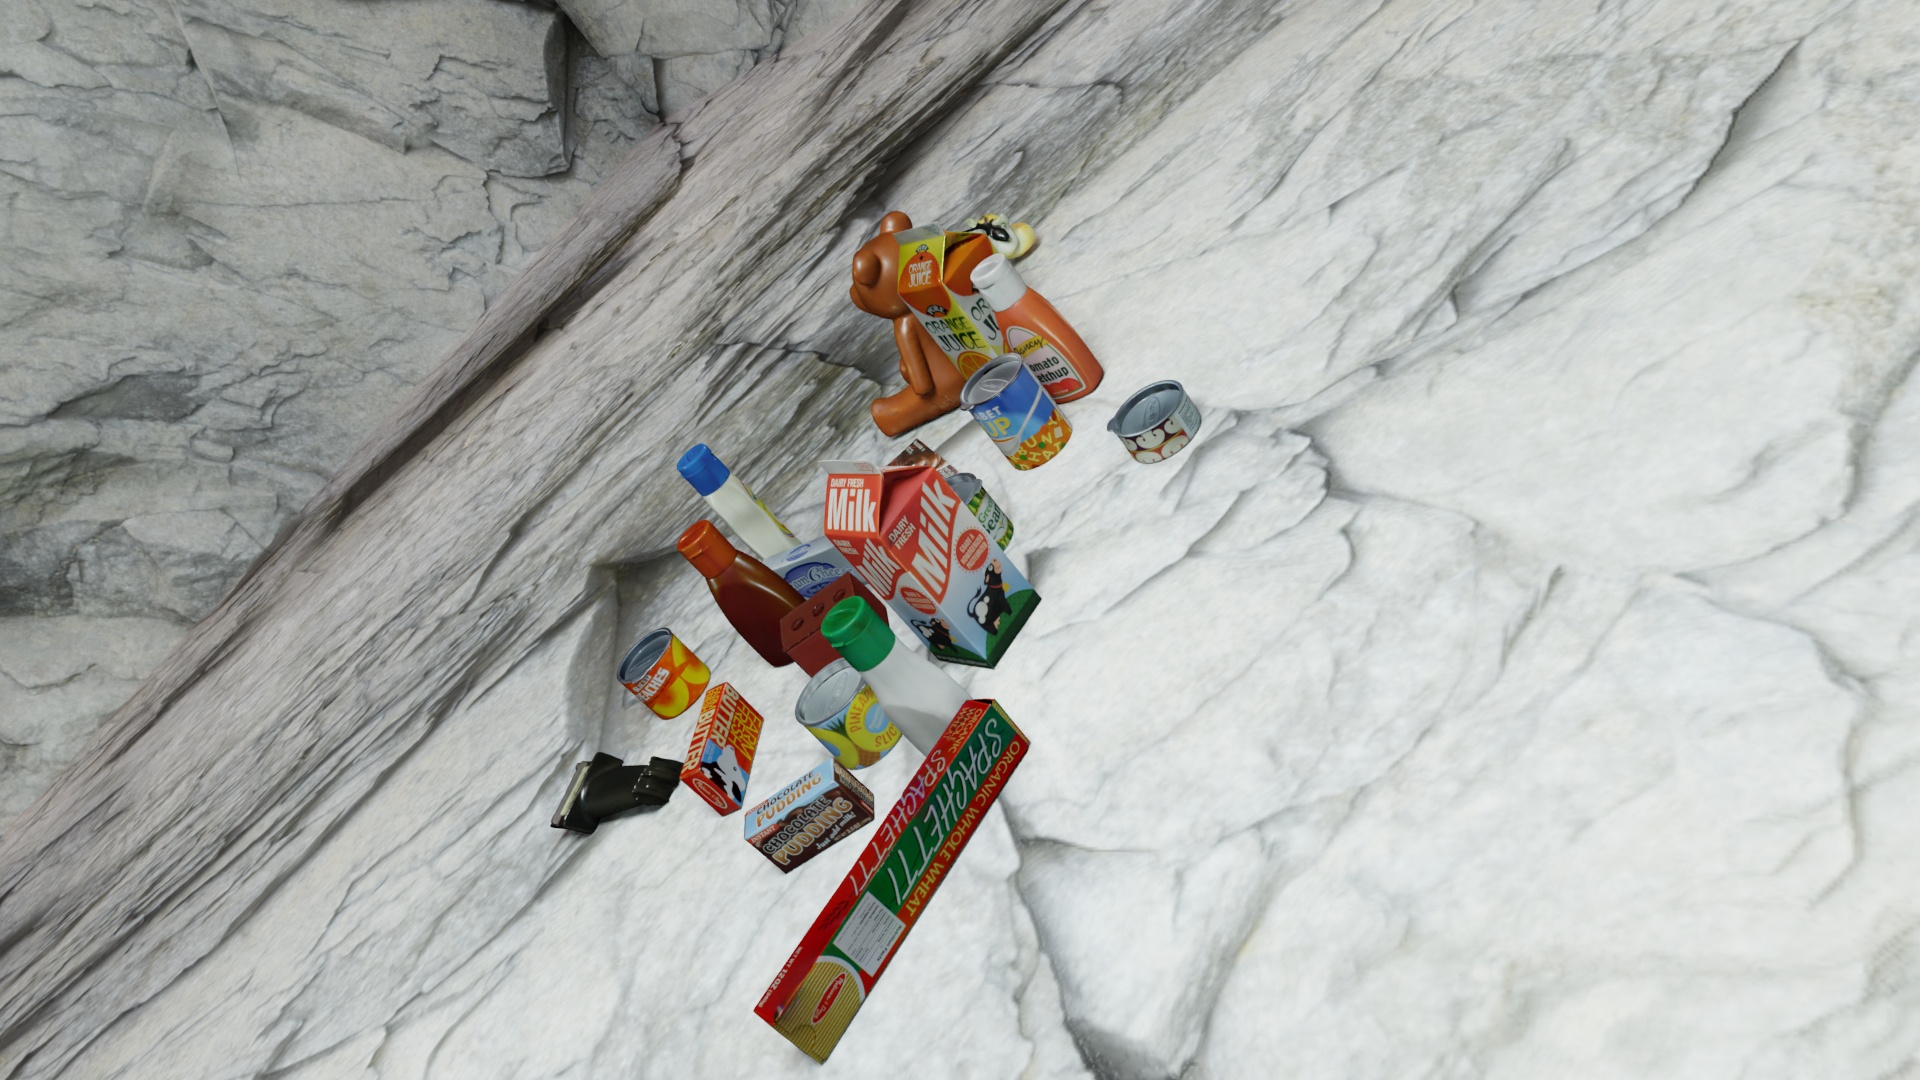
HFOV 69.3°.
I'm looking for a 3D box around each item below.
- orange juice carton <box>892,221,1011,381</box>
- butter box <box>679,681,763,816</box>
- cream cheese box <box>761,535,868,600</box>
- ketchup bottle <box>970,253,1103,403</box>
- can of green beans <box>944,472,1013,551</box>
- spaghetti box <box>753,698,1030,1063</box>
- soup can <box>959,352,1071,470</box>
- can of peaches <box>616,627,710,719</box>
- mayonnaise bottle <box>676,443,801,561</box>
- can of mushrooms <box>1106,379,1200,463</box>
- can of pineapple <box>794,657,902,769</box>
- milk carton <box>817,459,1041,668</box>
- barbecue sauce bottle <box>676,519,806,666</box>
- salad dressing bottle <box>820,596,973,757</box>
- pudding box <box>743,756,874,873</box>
[{"bbox_3d":[0.012,-0.220,1.305,0.072,0.192,0.073,3,50,52],"label":"orange juice carton"},{"bbox_3d":[-0.195,0.170,1.142,0.024,0.053,0.104,-27,31,23],"label":"butter box"},{"bbox_3d":[-0.132,0.028,1.270,0.103,0.053,0.024,-20,34,33],"label":"cream cheese box"},{"bbox_3d":[0.065,-0.190,1.247,0.064,0.148,0.044,-11,40,43],"label":"ketchup bottle"},{"bbox_3d":[0.002,-0.014,1.166,0.071,0.057,0.071,-29,30,19],"label":"can of green beans"},{"bbox_3d":[-0.039,0.213,0.899,0.028,0.050,0.251,2,49,51],"label":"spaghetti box"},{"bbox_3d":[0.048,-0.111,1.223,0.071,0.083,0.072,-29,30,19],"label":"soup can"},{"bbox_3d":[-0.277,0.126,1.297,0.071,0.058,0.071,-29,30,19],"label":"can of peaches"},{"bbox_3d":[-0.214,-0.031,1.351,0.041,0.147,0.065,-41,28,-1],"label":"mayonnaise bottle"},{"bbox_3d":[0.157,-0.095,1.124,0.071,0.033,0.071,-29,30,19],"label":"can of mushrooms"},{"bbox_3d":[-0.082,0.132,1.058,0.071,0.057,0.071,-29,30,19],"label":"can of pineapple"},{"bbox_3d":[-0.030,0.006,1.036,0.072,0.190,0.074,2,49,52],"label":"milk carton"},{"bbox_3d":[-0.185,0.045,1.209,0.064,0.148,0.044,-29,30,19],"label":"barbecue sauce bottle"},{"bbox_3d":[-0.037,0.099,0.958,0.064,0.147,0.044,-11,40,42],"label":"salad dressing bottle"},{"bbox_3d":[-0.110,0.198,1.004,0.083,0.049,0.030,-33,29,12],"label":"pudding box"}]
